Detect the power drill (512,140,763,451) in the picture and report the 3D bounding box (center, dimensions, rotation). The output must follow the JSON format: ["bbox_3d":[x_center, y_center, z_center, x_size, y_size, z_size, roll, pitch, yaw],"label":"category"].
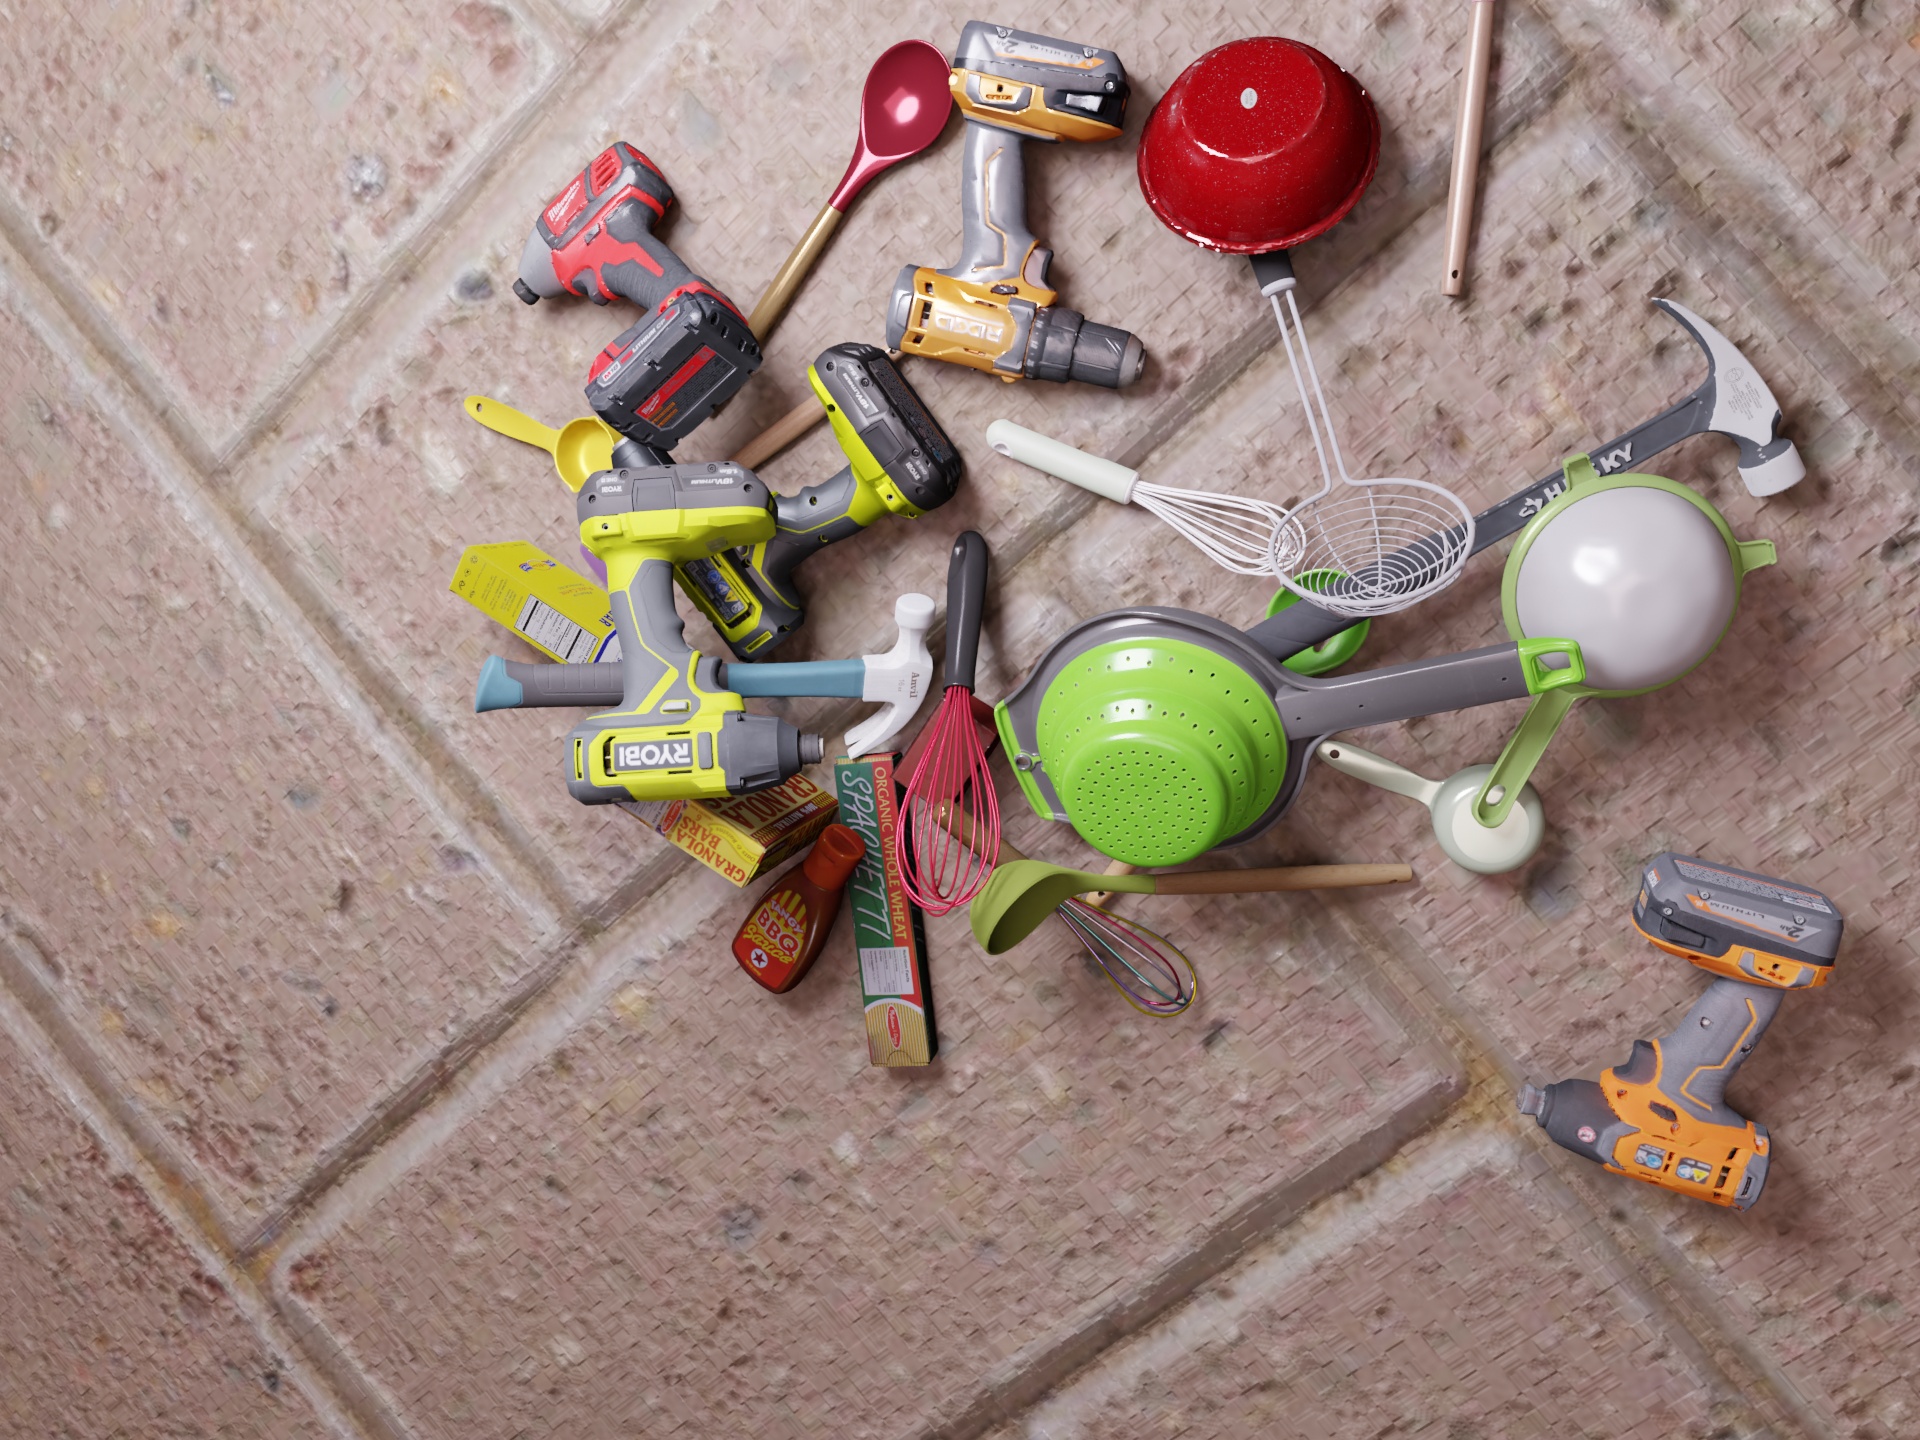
[{"bbox_3d":[-0.246,-0.308,1.157,0.143,0.078,0.220,-39,60,14],"label":"power drill"}]

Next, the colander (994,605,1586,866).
[{"bbox_3d":[0.204,0.016,1.050,0.397,0.095,0.204,-12,118,25],"label":"colander"}]

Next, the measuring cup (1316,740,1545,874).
[{"bbox_3d":[0.330,0.054,1.121,0.167,0.038,0.083,23,104,8],"label":"measuring cup"}]

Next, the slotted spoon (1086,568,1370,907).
[{"bbox_3d":[0.187,0.019,1.160,0.070,0.031,0.313,37,108,2],"label":"slotted spoon"}]

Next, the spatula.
[{"bbox_3d":[-0.163,-0.198,1.219,0.316,0.018,0.059,-33,103,18],"label":"spatula"}]

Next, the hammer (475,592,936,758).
[{"bbox_3d":[-0.185,-0.030,1.167,0.331,0.033,0.128,-2,122,-13],"label":"hammer"}]

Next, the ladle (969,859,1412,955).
[{"bbox_3d":[0.166,0.126,1.130,0.320,0.078,0.062,-2,55,-3],"label":"ladle"}]

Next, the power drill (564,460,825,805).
[{"bbox_3d":[-0.183,-0.057,1.091,0.171,0.080,0.223,-4,82,1],"label":"power drill"}]

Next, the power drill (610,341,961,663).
[{"bbox_3d":[-0.133,-0.175,1.174,0.228,0.080,0.190,-33,98,21],"label":"power drill"}]

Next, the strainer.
[{"bbox_3d":[0.407,-0.033,1.029,0.151,0.069,0.256,25,107,-2],"label":"strainer"}]

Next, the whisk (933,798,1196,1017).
[{"bbox_3d":[0.077,0.141,1.179,0.245,0.051,0.047,38,116,-7],"label":"whisk"}]

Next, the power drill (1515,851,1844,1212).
[{"bbox_3d":[0.487,0.211,1.088,0.164,0.084,0.226,14,106,12],"label":"power drill"}]

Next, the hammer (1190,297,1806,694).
[{"bbox_3d":[0.337,-0.126,1.063,0.409,0.036,0.149,-29,102,13],"label":"hammer"}]

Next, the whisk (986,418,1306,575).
[{"bbox_3d":[0.130,-0.164,1.138,0.246,0.057,0.059,24,70,13],"label":"whisk"}]

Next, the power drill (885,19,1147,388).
[{"bbox_3d":[0.058,-0.347,1.106,0.185,0.084,0.226,15,107,6],"label":"power drill"}]

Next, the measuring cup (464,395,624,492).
[{"bbox_3d":[-0.327,-0.226,1.259,0.157,0.029,0.062,25,105,21],"label":"measuring cup"}]

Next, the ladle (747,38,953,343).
[{"bbox_3d":[-0.106,-0.356,1.174,0.069,0.031,0.315,41,108,7],"label":"ladle"}]

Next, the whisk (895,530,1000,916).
[{"bbox_3d":[-0.002,-0.004,1.131,0.073,0.073,0.296,-2,67,15],"label":"whisk"}]

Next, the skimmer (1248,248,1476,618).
[{"bbox_3d":[0.227,-0.237,1.031,0.127,0.090,0.363,-16,80,5],"label":"skimmer"}]

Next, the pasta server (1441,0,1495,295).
[{"bbox_3d":[0.340,-0.441,1.037,0.060,0.040,0.316,4,101,3],"label":"pasta server"}]
